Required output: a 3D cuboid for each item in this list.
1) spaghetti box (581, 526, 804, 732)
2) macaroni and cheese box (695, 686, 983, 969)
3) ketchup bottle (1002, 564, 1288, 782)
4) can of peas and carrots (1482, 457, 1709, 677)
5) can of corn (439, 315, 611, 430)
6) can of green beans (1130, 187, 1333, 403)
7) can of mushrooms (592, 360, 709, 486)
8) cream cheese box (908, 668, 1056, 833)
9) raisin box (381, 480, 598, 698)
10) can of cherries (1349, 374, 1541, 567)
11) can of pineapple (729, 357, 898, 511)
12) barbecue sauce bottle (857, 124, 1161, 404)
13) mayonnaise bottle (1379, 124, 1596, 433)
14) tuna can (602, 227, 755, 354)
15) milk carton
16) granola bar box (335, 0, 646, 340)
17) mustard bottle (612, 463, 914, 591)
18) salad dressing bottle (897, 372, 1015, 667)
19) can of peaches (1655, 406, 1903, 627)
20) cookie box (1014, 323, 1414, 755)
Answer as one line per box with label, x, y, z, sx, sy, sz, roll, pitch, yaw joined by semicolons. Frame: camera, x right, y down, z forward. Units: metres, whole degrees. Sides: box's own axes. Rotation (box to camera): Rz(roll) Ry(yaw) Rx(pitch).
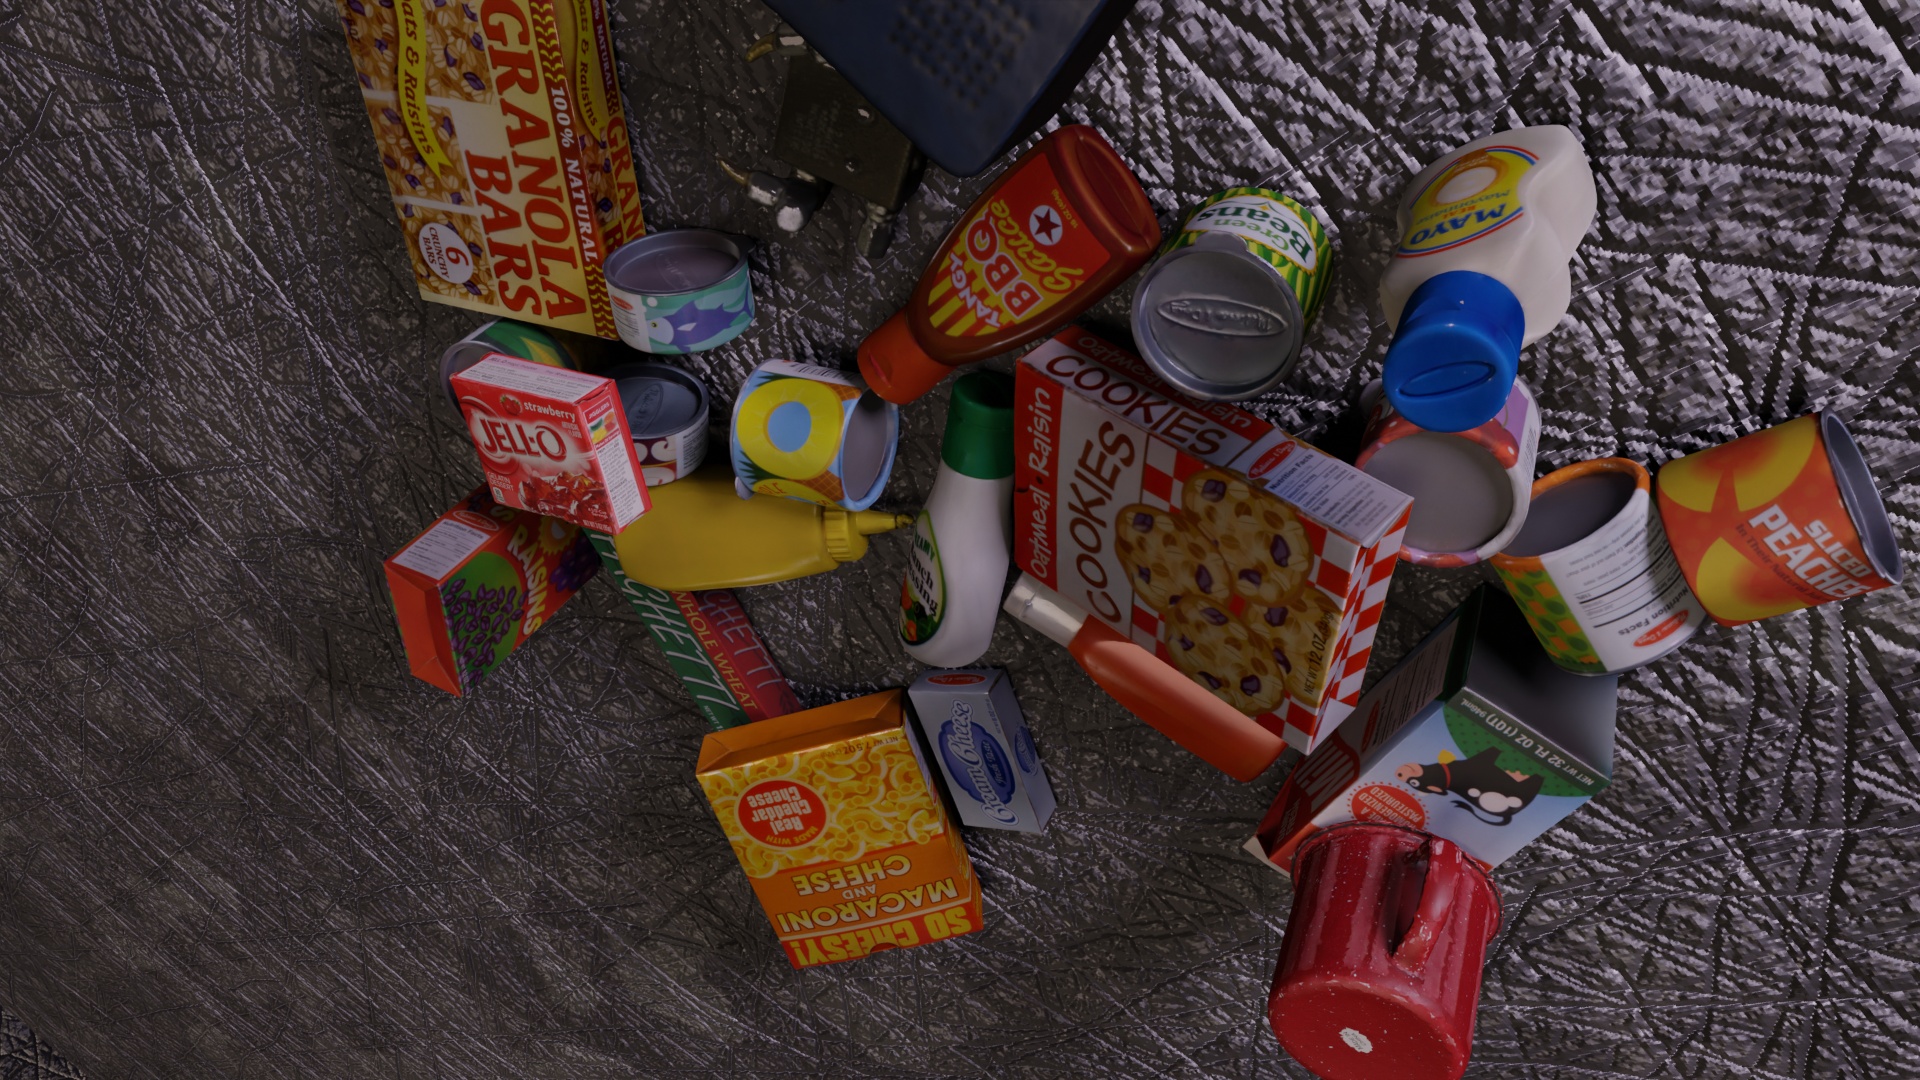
spaghetti box;-0.144;0.066;0.818;0.050;0.029;0.249;-11;119;33
macaroni and cheese box;-0.068;0.175;0.823;0.124;0.040;0.165;-14;119;8
ketchup bottle;0.092;0.056;0.673;0.149;0.044;0.064;31;132;4
can of peas and carrots;0.246;0.009;0.541;0.070;0.071;0.058;-24;110;39
can of corn;-0.223;-0.085;0.723;0.071;0.058;0.070;14;130;18
can of green beans;0.106;-0.096;0.538;0.071;0.058;0.071;15;130;18
can of mushrooms;-0.163;-0.060;0.705;0.071;0.071;0.033;20;133;14
cream cheese box;0.013;0.117;0.776;0.053;0.024;0.103;-2;123;31
raisin box;-0.256;0.014;0.773;0.040;0.124;0.085;19;131;17
can of cherries;0.187;-0.032;0.544;0.071;0.059;0.071;14;130;18
can of pineapple;-0.069;-0.048;0.662;0.058;0.071;0.070;12;129;20
barbecue sauce bottle;0.013;-0.108;0.588;0.148;0.044;0.065;-33;88;42
mayonnaise bottle;0.167;-0.087;0.450;0.064;0.149;0.041;-14;117;35
tuna can;-0.127;-0.117;0.645;0.071;0.071;0.032;13;131;19
milk carton;0.206;0.115;0.637;0.072;0.074;0.189;33;134;1
granola bar box;-0.215;-0.185;0.655;0.124;0.039;0.164;14;129;20
mustard bottle;-0.099;-0.008;0.716;0.160;0.049;0.065;0;109;15
salad dressing bottle;0.002;-0.008;0.665;0.044;0.064;0.146;-2;126;-20
can of peaches;0.293;-0.006;0.499;0.058;0.071;0.071;-24;111;40
cookie box;0.095;-0.002;0.583;0.168;0.040;0.122;33;144;31
